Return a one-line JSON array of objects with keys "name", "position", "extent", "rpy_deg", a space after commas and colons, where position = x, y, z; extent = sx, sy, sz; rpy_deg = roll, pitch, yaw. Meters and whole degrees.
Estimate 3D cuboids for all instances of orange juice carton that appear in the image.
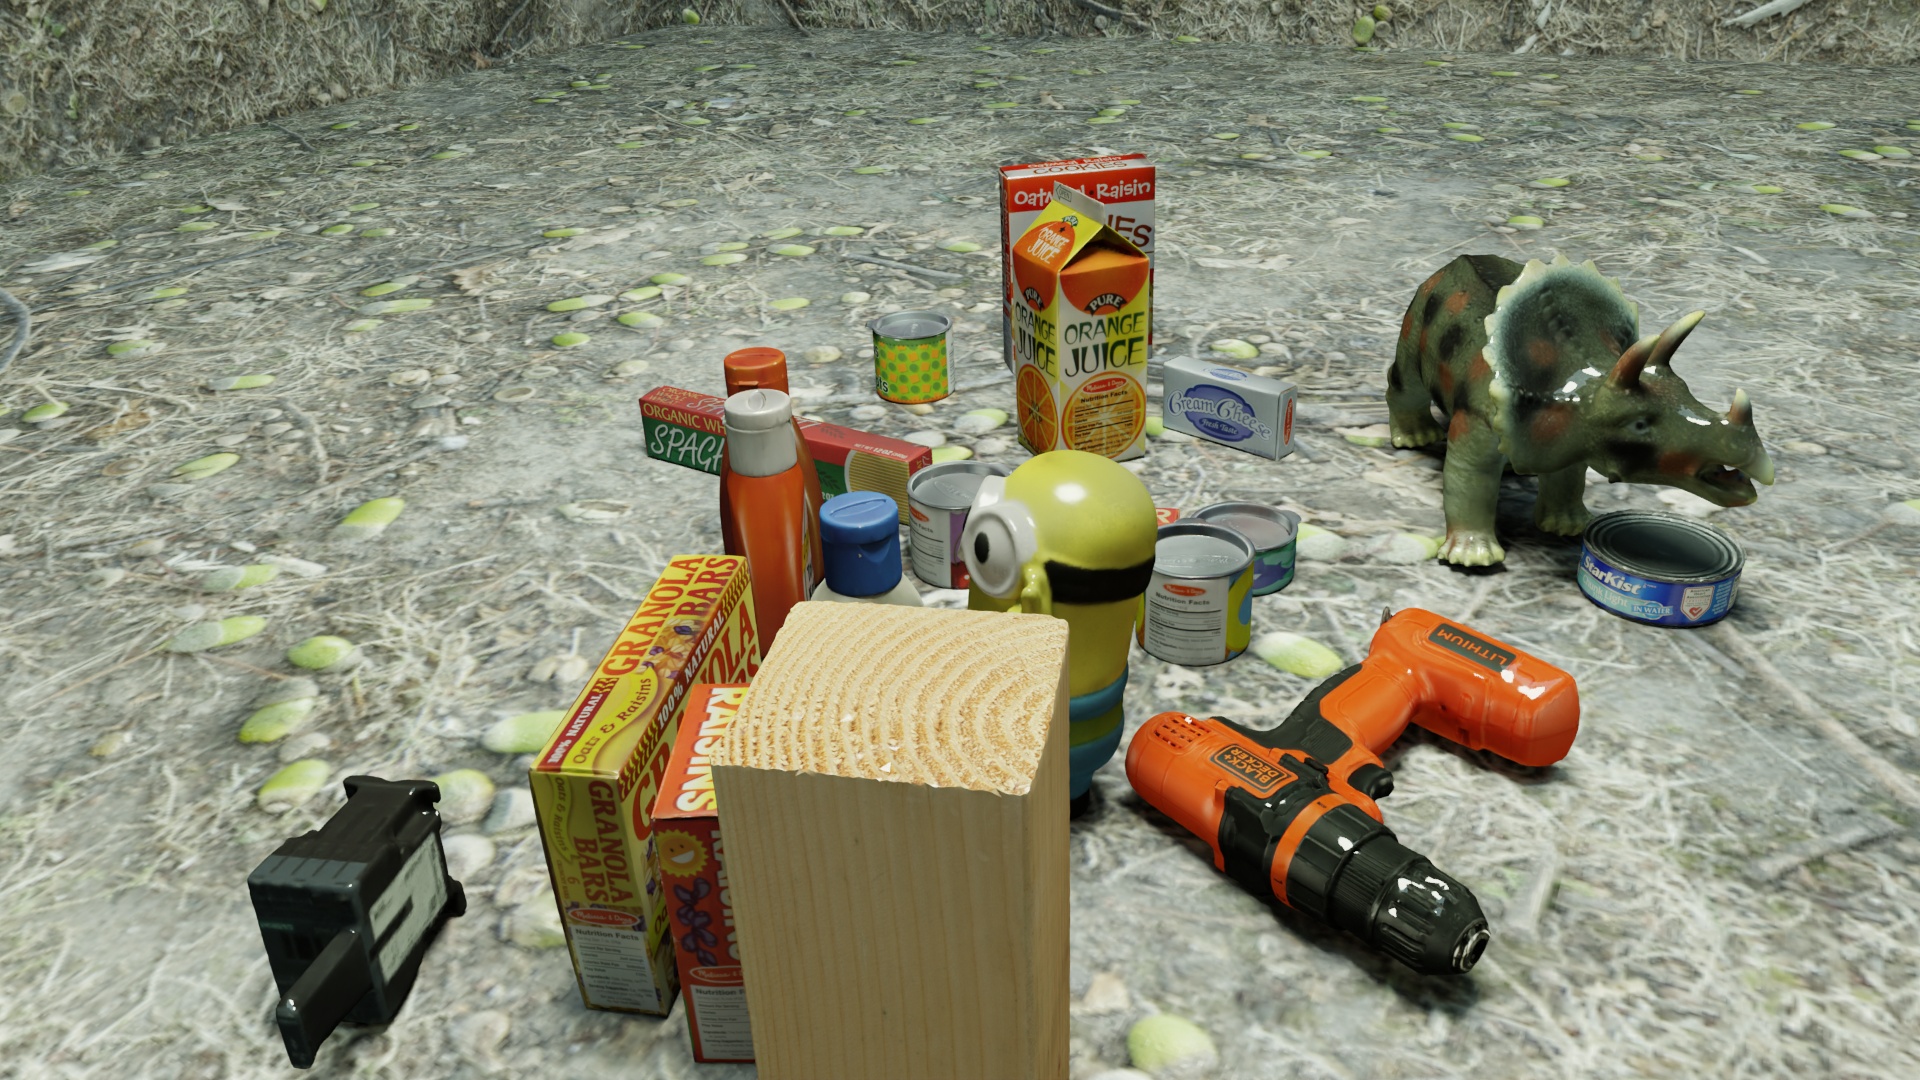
[{"name": "orange juice carton", "position": [0.084, -0.151, 0.982], "extent": [0.073, 0.191, 0.072], "rpy_deg": [-14, 30, -19]}]

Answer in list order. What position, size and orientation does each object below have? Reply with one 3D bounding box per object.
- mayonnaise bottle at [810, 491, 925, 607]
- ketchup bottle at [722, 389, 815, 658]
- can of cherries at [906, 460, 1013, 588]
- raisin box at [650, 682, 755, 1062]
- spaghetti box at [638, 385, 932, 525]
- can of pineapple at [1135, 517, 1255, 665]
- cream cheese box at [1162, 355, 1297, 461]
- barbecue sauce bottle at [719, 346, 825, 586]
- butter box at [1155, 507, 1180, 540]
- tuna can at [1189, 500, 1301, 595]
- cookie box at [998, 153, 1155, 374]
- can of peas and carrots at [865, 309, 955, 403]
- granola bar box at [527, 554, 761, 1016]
[{"name": "mayonnaise bottle", "position": [-0.043, 0.050, 0.664], "extent": [0.065, 0.147, 0.041], "rpy_deg": [-17, 31, -25]}, {"name": "ketchup bottle", "position": [-0.107, -0.010, 0.782], "extent": [0.043, 0.148, 0.065], "rpy_deg": [-6, 28, -6]}, {"name": "can of cherries", "position": [0.003, -0.011, 0.868], "extent": [0.071, 0.058, 0.072], "rpy_deg": [-2, 28, 1]}, {"name": "raisin box", "position": [-0.087, 0.129, 0.546], "extent": [0.040, 0.122, 0.086], "rpy_deg": [-2, 28, 3]}, {"name": "spaghetti box", "position": [-0.129, -0.063, 0.987], "extent": [0.250, 0.050, 0.029], "rpy_deg": [15, 33, 30]}, {"name": "can of pineapple", "position": [0.132, 0.028, 0.784], "extent": [0.071, 0.057, 0.071], "rpy_deg": [-2, 28, 1]}, {"name": "cream cheese box", "position": [0.195, -0.098, 1.019], "extent": [0.104, 0.053, 0.024], "rpy_deg": [23, 37, 39]}, {"name": "barbecue sauce bottle", "position": [-0.117, -0.042, 0.842], "extent": [0.065, 0.147, 0.044], "rpy_deg": [1, 28, 8]}, {"name": "butter box", "position": [0.079, 0.006, 0.835], "extent": [0.103, 0.053, 0.024], "rpy_deg": [3, 28, 11]}, {"name": "tuna can", "position": [0.175, 0.004, 0.851], "extent": [0.071, 0.032, 0.071], "rpy_deg": [-2, 28, 1]}, {"name": "cookie box", "position": [0.097, -0.229, 1.152], "extent": [0.123, 0.166, 0.040], "rpy_deg": [-7, 28, -8]}, {"name": "can of peas and carrots", "position": [-0.040, -0.150, 1.131], "extent": [0.071, 0.058, 0.071], "rpy_deg": [-2, 28, 1]}, {"name": "granola bar box", "position": [-0.127, 0.099, 0.605], "extent": [0.039, 0.123, 0.166], "rpy_deg": [2, 28, 9]}]
